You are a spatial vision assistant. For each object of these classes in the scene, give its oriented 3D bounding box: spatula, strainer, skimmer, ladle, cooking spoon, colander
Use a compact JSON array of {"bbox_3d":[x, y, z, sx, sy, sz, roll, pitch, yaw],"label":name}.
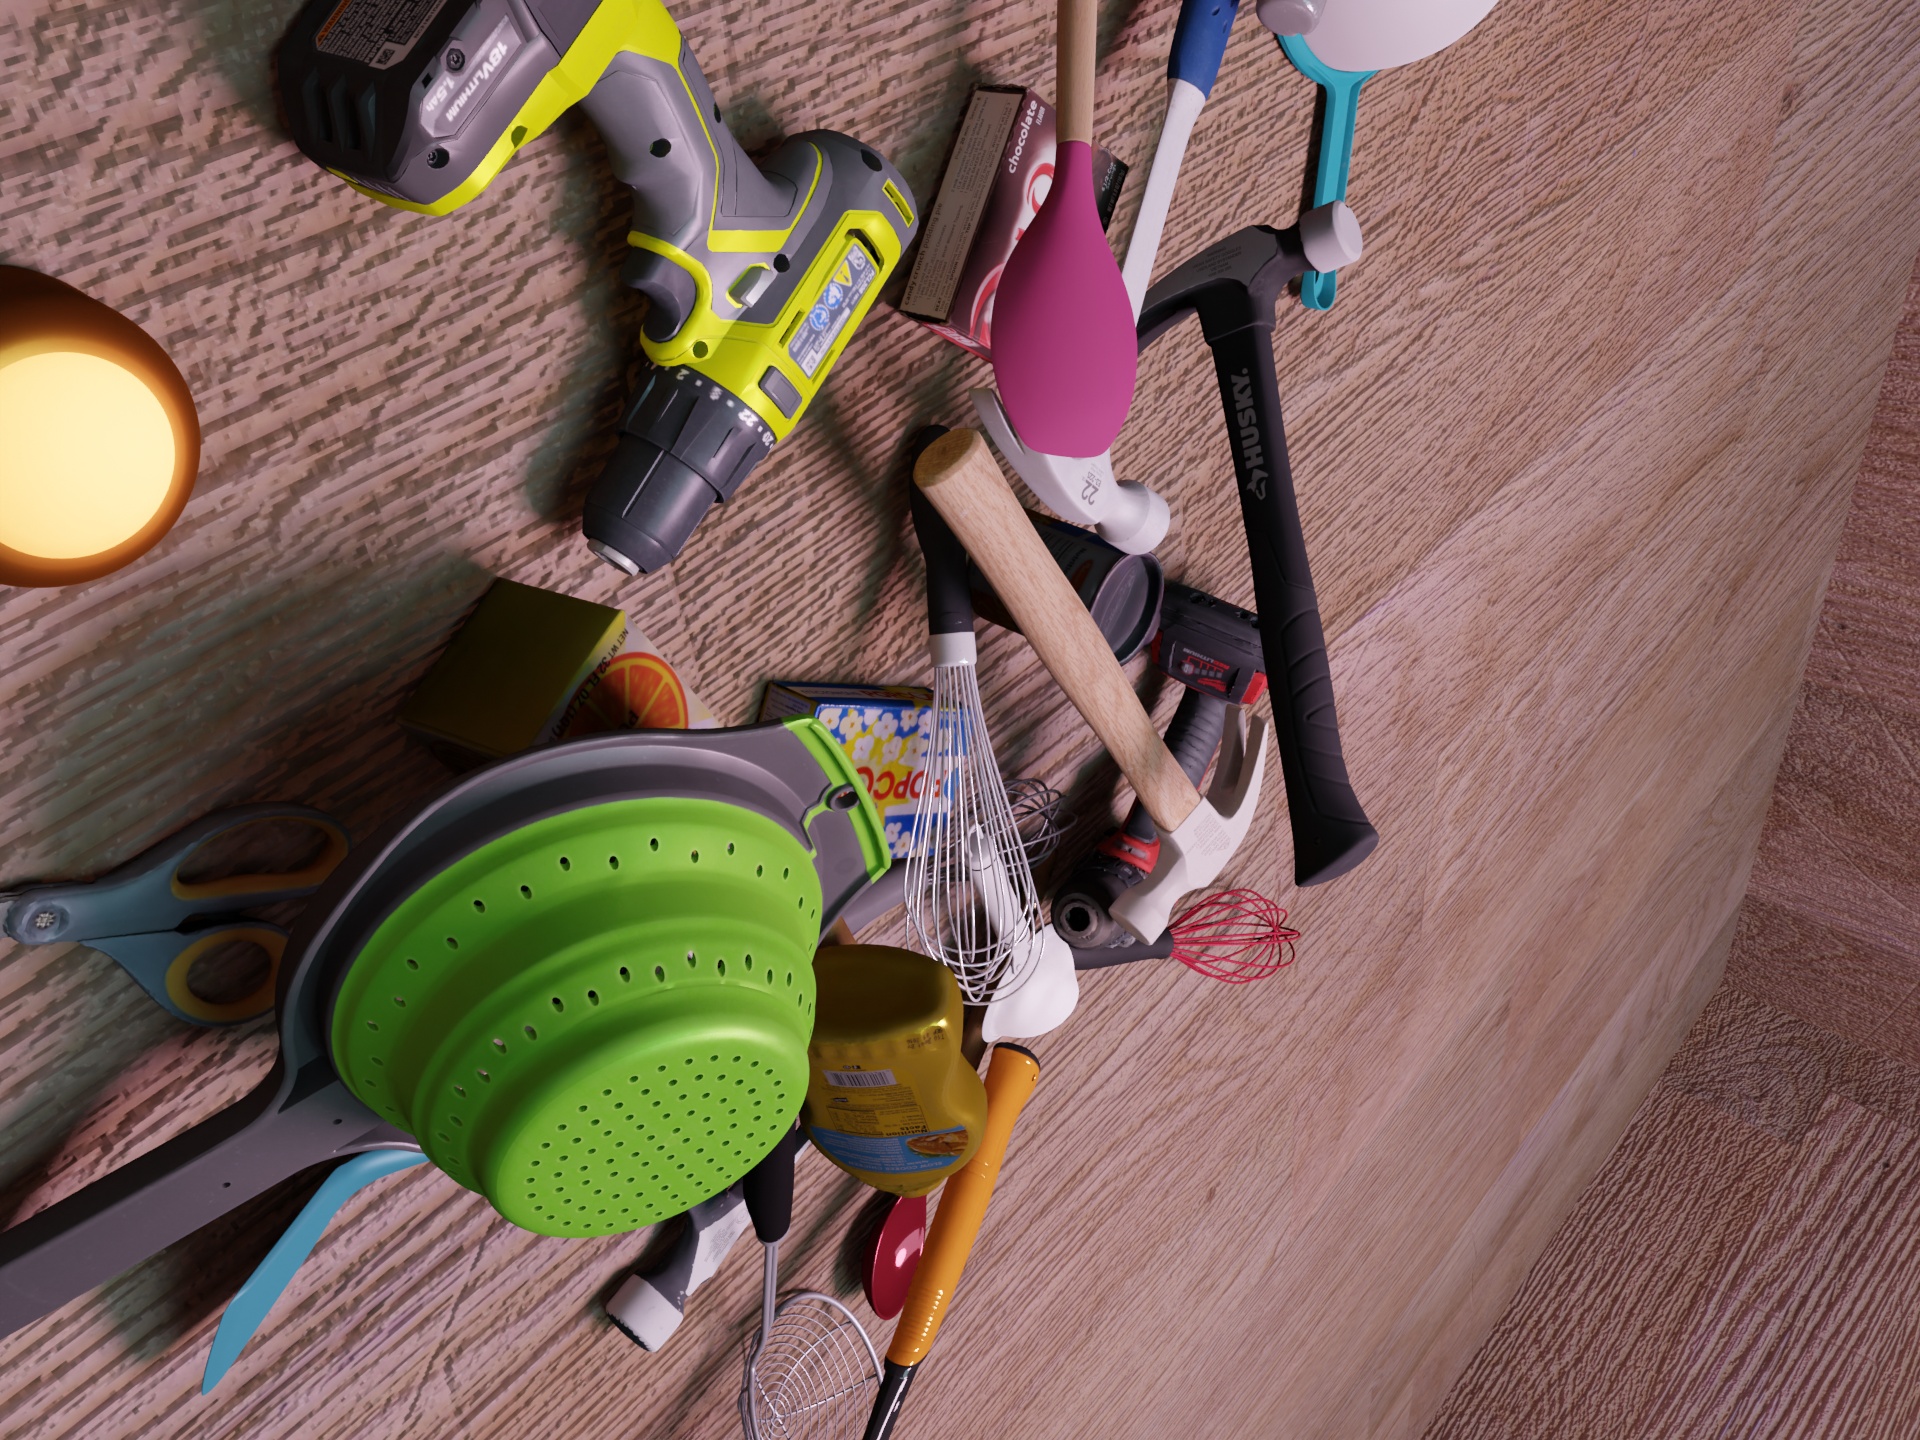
[{"bbox_3d":[-0.193,0.182,0.714,0.317,0.044,0.082,-23,152,-46],"label":"spatula"},{"bbox_3d":[0.256,-0.398,0.898,0.211,0.095,0.340,-24,127,-43],"label":"strainer"},{"bbox_3d":[0.032,0.127,0.913,0.087,0.050,0.258,-51,149,-19],"label":"strainer"},{"bbox_3d":[-0.074,0.310,0.860,0.127,0.090,0.363,-77,176,-49],"label":"skimmer"},{"bbox_3d":[0.000,0.226,1.004,0.069,0.031,0.315,16,95,-65],"label":"ladle"},{"bbox_3d":[0.049,-0.272,0.683,0.068,0.017,0.319,2,88,-19],"label":"cooking spoon"},{"bbox_3d":[-0.188,0.148,0.535,0.397,0.095,0.204,-30,141,-6],"label":"colander"}]

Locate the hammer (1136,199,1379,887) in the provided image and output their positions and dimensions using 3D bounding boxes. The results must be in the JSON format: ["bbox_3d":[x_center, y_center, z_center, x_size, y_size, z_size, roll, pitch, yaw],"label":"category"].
[{"bbox_3d":[0.157,-0.083,0.810,0.035,0.146,0.335,4,76,-52],"label":"hammer"}]

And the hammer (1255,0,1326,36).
[{"bbox_3d":[0.072,-0.444,0.639,0.358,0.037,0.149,24,80,-46],"label":"hammer"}]

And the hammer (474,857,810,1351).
[{"bbox_3d":[-0.140,0.156,0.711,0.149,0.036,0.408,-47,153,-27],"label":"hammer"}]

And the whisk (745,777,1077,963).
[{"bbox_3d":[-0.024,0.086,0.873,0.239,0.055,0.055,-23,128,-39],"label":"whisk"}]

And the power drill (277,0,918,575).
[{"bbox_3d":[-0.120,-0.174,0.567,0.190,0.080,0.228,-59,147,-9],"label":"power drill"}]

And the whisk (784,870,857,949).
[{"bbox_3d":[-0.057,0.138,0.822,0.051,0.047,0.244,-31,140,-9],"label":"whisk"}]

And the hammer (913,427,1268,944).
[{"bbox_3d":[0.069,-0.020,0.793,0.130,0.031,0.331,-48,133,-12],"label":"hammer"}]

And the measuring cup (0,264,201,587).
[{"bbox_3d":[-0.289,-0.049,0.442,0.174,0.052,0.095,-54,144,-18],"label":"measuring cup"}]

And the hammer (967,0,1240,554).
[{"bbox_3d":[0.103,-0.292,0.758,0.144,0.035,0.405,21,83,-53],"label":"hammer"}]

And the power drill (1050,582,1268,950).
[{"bbox_3d":[0.124,0.036,0.971,0.226,0.080,0.188,-68,164,9],"label":"power drill"}]

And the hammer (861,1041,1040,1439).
[{"bbox_3d":[-0.024,0.336,0.909,0.127,0.034,0.337,73,34,-53],"label":"hammer"}]

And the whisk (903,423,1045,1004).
[{"bbox_3d":[0.000,-0.003,0.776,0.070,0.070,0.284,-5,91,-51],"label":"whisk"}]

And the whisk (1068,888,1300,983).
[{"bbox_3d":[0.153,0.158,1.136,0.295,0.073,0.073,6,106,-48],"label":"whisk"}]
